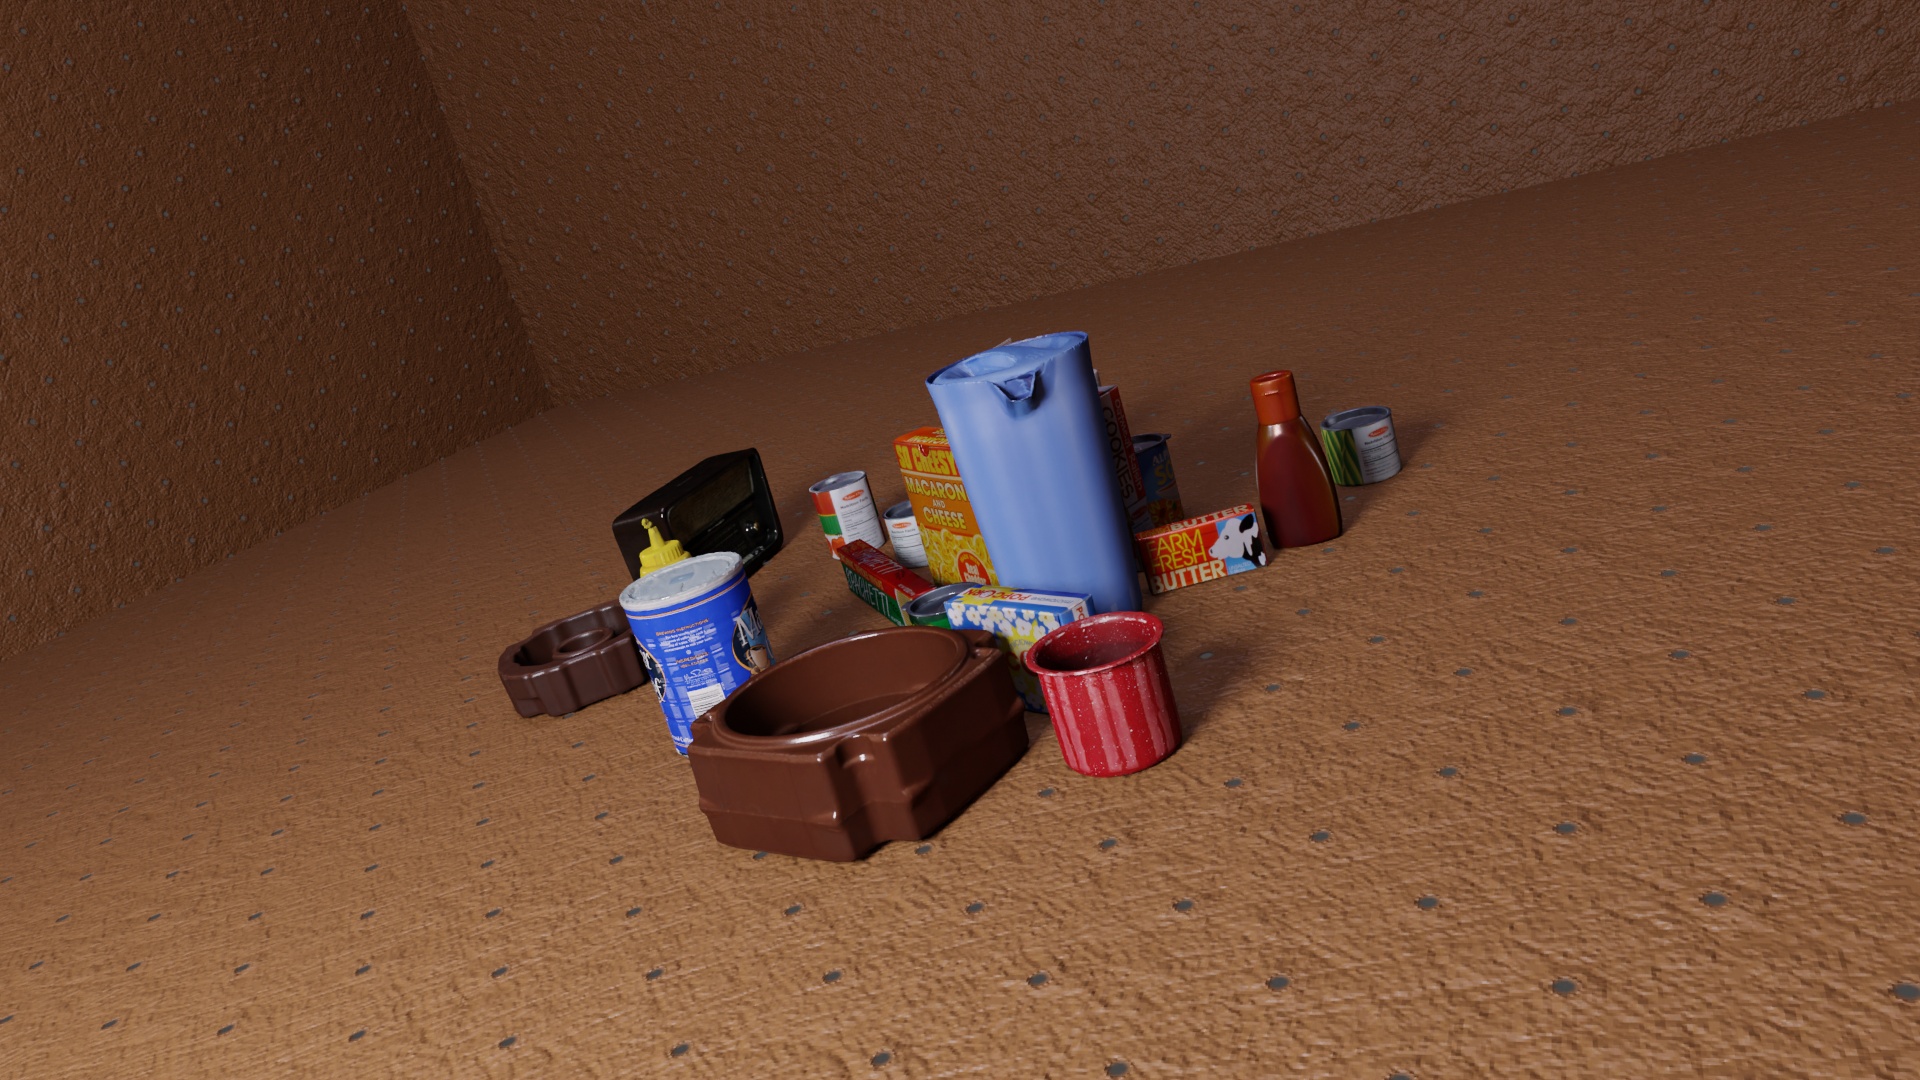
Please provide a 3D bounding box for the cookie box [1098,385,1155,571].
[{"bbox_3d":[0.105,-0.054,1.270,0.123,0.167,0.040,-2,22,43],"label":"cookie box"}]

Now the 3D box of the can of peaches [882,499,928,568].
[{"bbox_3d":[-0.041,-0.010,1.465,0.071,0.058,0.071,-15,16,5],"label":"can of peaches"}]

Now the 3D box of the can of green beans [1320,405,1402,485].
[{"bbox_3d":[0.379,-0.089,1.314,0.071,0.057,0.071,-15,16,5],"label":"can of green beans"}]

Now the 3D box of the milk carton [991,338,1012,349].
[{"bbox_3d":[0.062,-0.114,1.470,0.073,0.190,0.073,-7,19,32],"label":"milk carton"}]

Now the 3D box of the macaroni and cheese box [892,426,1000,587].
[{"bbox_3d":[0.004,-0.016,1.245,0.040,0.166,0.123,-25,18,-27],"label":"macaroni and cheese box"}]

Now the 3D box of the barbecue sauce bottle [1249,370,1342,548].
[{"bbox_3d":[0.280,-0.069,1.183,0.065,0.148,0.044,-11,17,20],"label":"barbecue sauce bottle"}]

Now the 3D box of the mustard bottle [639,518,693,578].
[{"bbox_3d":[-0.263,0.051,1.298,0.065,0.159,0.049,-12,16,16],"label":"mustard bottle"}]

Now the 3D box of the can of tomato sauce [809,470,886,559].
[{"bbox_3d":[-0.127,-0.029,1.568,0.071,0.083,0.071,-15,16,5],"label":"can of tomato sauce"}]

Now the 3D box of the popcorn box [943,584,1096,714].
[{"bbox_3d":[0.052,0.081,1.026,0.038,0.085,0.126,-29,20,-36],"label":"popcorn box"}]

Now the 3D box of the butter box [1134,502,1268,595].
[{"bbox_3d":[0.203,0.007,1.175,0.103,0.053,0.024,-15,16,6],"label":"butter box"}]

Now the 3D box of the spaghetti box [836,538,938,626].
[{"bbox_3d":[-0.067,0.046,1.320,0.029,0.050,0.250,-21,17,-16],"label":"spaghetti box"}]

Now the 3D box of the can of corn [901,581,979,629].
[{"bbox_3d":[-0.008,0.074,1.153,0.071,0.058,0.071,-15,16,5],"label":"can of corn"}]

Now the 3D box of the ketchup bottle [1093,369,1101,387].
[{"bbox_3d":[0.141,-0.099,1.417,0.064,0.148,0.044,0,23,45],"label":"ketchup bottle"}]

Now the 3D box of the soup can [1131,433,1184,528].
[{"bbox_3d":[0.179,-0.055,1.351,0.071,0.083,0.071,-15,16,5],"label":"soup can"}]
